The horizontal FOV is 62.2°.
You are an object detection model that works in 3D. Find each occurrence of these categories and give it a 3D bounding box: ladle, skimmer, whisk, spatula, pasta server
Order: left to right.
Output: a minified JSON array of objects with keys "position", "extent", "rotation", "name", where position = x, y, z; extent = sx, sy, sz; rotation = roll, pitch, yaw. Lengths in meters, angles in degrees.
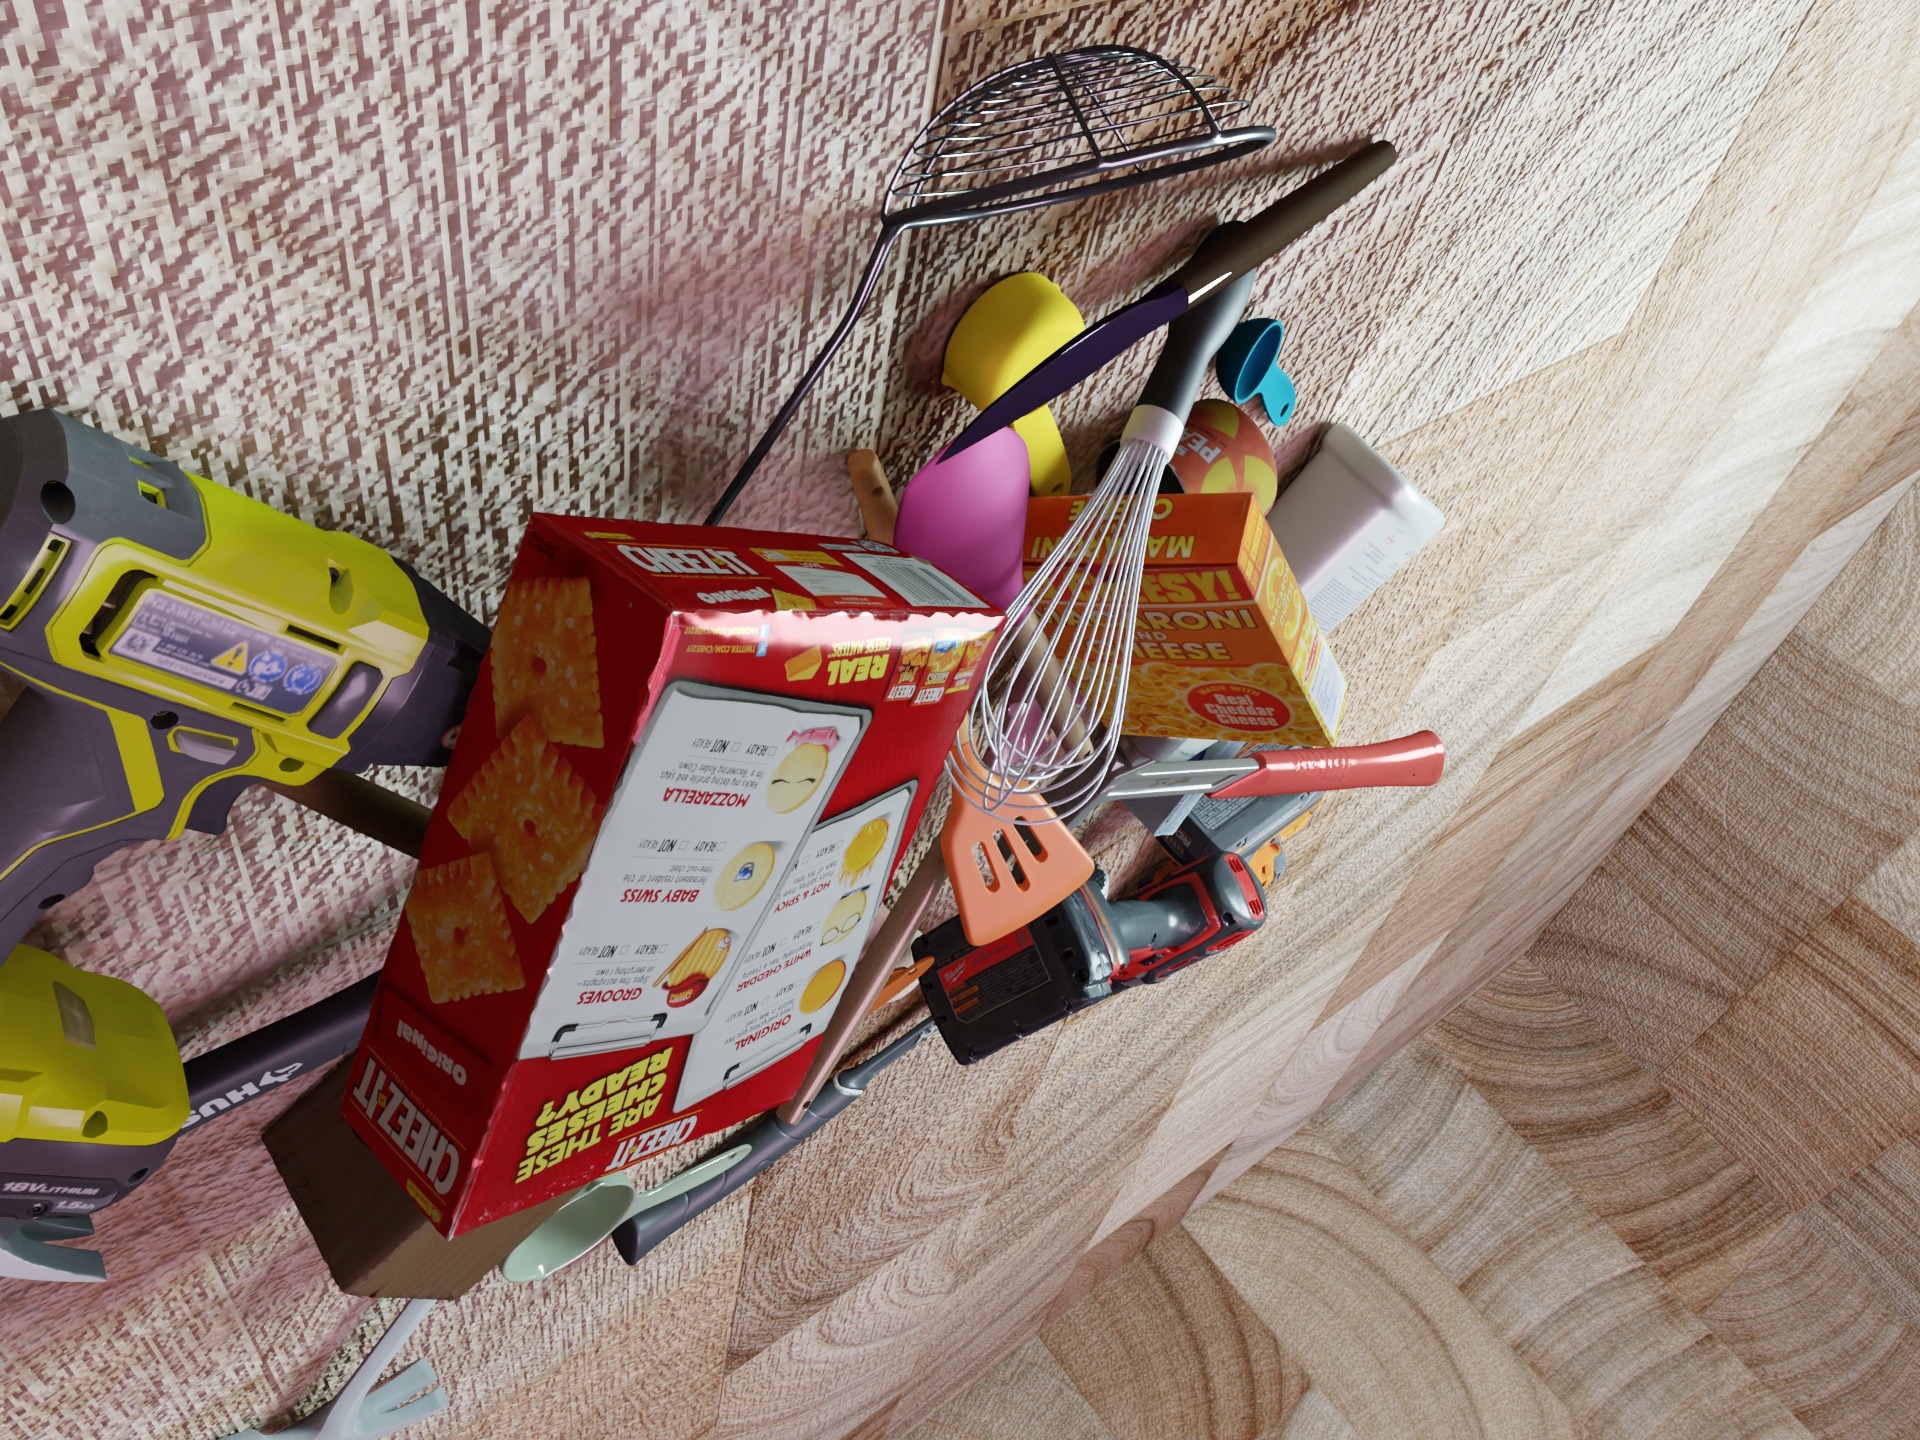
[{"position":[-0.150,0.064,0.595],"extent":[0.315,0.031,0.069],"rotation":[35,89,-42],"name":"ladle"},{"position":[-0.042,-0.084,0.562],"extent":[0.363,0.090,0.127],"rotation":[-50,-178,20],"name":"skimmer"},{"position":[-0.008,0.081,0.851],"extent":[0.060,0.040,0.316],"rotation":[32,88,-52],"name":"pasta server"},{"position":[-0.001,-0.002,0.745],"extent":[0.081,0.041,0.322],"rotation":[-31,142,-9],"name":"spatula"},{"position":[0.065,-0.089,0.644],"extent":[0.070,0.070,0.285],"rotation":[61,49,-64],"name":"whisk"},{"position":[0.097,-0.175,0.620],"extent":[0.316,0.018,0.059],"rotation":[-40,-177,-38],"name":"spatula"}]

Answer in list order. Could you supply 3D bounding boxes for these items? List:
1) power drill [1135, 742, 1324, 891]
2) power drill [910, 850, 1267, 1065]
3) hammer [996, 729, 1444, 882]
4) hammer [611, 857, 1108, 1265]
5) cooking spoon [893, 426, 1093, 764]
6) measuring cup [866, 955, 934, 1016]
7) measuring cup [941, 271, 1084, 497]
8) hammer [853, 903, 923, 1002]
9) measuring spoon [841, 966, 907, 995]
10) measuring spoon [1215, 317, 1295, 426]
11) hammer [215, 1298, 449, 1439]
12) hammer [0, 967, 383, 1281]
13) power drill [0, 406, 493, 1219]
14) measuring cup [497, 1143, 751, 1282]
[{"position":[0.181,0.100,1.184],"extent":[0.164,0.084,0.226],"rotation":[-34,157,-17],"name":"power drill"},{"position":[0.069,0.149,0.997],"extent":[0.188,0.080,0.226],"rotation":[-33,162,33],"name":"power drill"},{"position":[0.189,0.039,1.003],"extent":[0.359,0.037,0.149],"rotation":[-1,144,-43],"name":"hammer"},{"position":[-0.063,0.243,1.110],"extent":[0.409,0.036,0.149],"rotation":[-33,154,-19],"name":"hammer"},{"position":[0.029,-0.038,0.707],"extent":[0.069,0.017,0.318],"rotation":[-44,156,-5],"name":"cooking spoon"},{"position":[-0.099,0.166,0.901],"extent":[0.173,0.052,0.095],"rotation":[-33,153,-10],"name":"measuring cup"},{"position":[0.035,-0.127,0.675],"extent":[0.062,0.029,0.156],"rotation":[-40,153,-5],"name":"measuring cup"},{"position":[-0.077,0.079,0.831],"extent":[0.146,0.038,0.410],"rotation":[-35,154,-11],"name":"hammer"},{"position":[-0.084,0.166,0.941],"extent":[0.117,0.011,0.021],"rotation":[-24,154,10],"name":"measuring spoon"},{"position":[0.147,-0.170,0.792],"extent":[0.042,0.021,0.128],"rotation":[-60,161,7],"name":"measuring spoon"},{"position":[-0.264,0.281,0.877],"extent":[0.405,0.035,0.144],"rotation":[-52,153,19],"name":"hammer"},{"position":[-0.232,0.117,0.625],"extent":[0.335,0.035,0.146],"rotation":[-25,151,-18],"name":"hammer"},{"position":[-0.240,0.038,0.459],"extent":[0.223,0.080,0.171],"rotation":[-49,141,11],"name":"power drill"},{"position":[-0.182,0.246,0.856],"extent":[0.167,0.038,0.083],"rotation":[-10,139,-51],"name":"measuring cup"}]
